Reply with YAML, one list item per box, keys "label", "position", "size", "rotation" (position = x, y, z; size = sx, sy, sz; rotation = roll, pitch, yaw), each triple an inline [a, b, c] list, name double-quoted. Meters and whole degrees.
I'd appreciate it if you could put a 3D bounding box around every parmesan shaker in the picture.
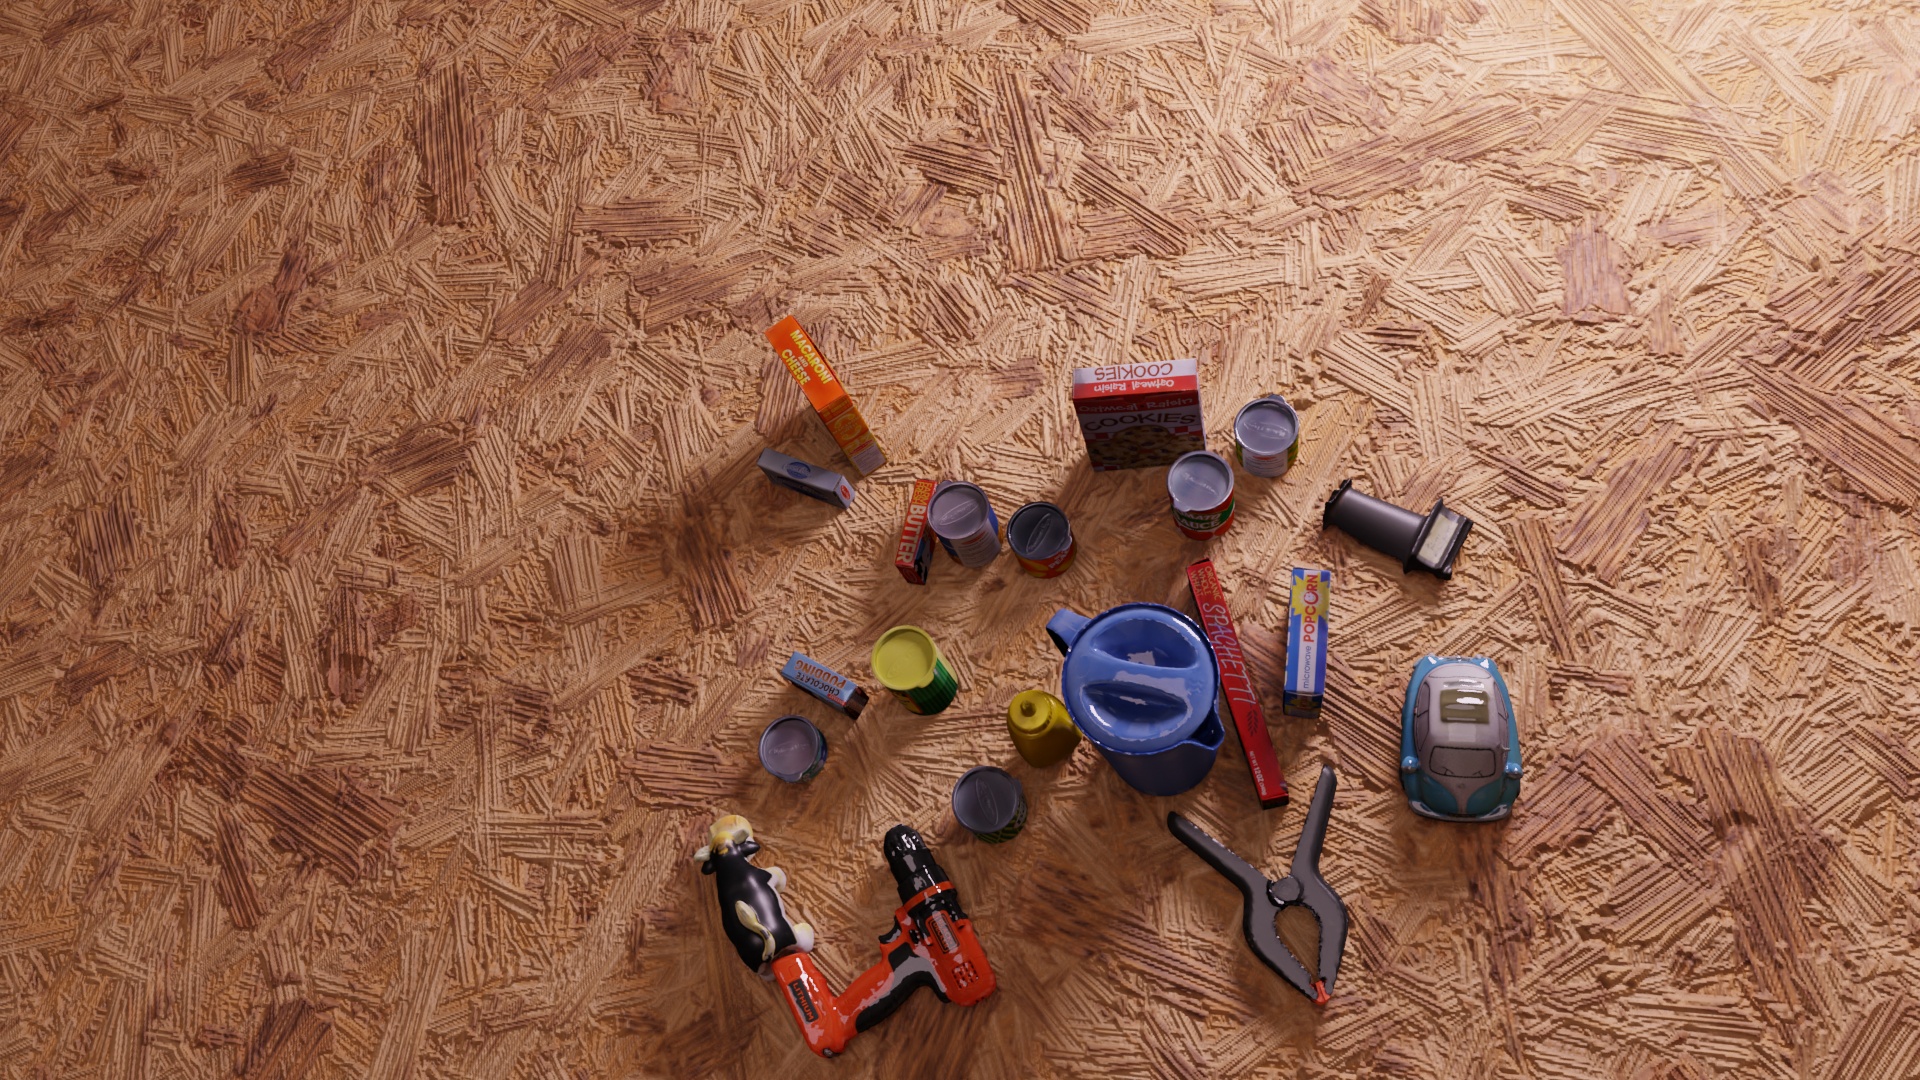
- label: "parmesan shaker"
  position: [-0.043, 0.135, 1.400]
  size: [0.071, 0.102, 0.071]
  rotation: [-5, 67, 11]

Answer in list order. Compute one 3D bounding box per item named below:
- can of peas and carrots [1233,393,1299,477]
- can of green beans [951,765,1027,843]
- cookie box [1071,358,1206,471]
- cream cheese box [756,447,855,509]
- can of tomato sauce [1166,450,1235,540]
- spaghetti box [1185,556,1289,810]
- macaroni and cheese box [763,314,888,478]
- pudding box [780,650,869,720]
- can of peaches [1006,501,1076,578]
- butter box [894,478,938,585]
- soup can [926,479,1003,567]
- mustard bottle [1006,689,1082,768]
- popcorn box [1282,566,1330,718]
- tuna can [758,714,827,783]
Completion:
- label: "can of peas and carrots"
  position: [0.319, -0.109, 1.446]
  size: [0.071, 0.058, 0.071]
  rotation: [-5, 67, 11]
- label: "can of green beans"
  position: [0.029, 0.259, 1.356]
  size: [0.071, 0.057, 0.071]
  rotation: [-5, 67, 11]
- label: "cookie box"
  position: [0.186, -0.125, 1.423]
  size: [0.123, 0.167, 0.040]
  rotation: [-4, 67, 11]
- label: "cream cheese box"
  position: [-0.172, -0.068, 1.544]
  size: [0.104, 0.053, 0.024]
  rotation: [20, 74, 20]
- label: "can of tomato sauce"
  position: [0.246, -0.043, 1.421]
  size: [0.071, 0.083, 0.071]
  rotation: [-5, 67, 11]
- label: "spaghetti box"
  position: [0.269, 0.137, 1.357]
  size: [0.029, 0.050, 0.251]
  rotation: [-17, 65, 6]
- label: "macaroni and cheese box"
  position: [-0.144, -0.155, 1.512]
  size: [0.040, 0.166, 0.124]
  rotation: [-34, 64, -2]
- label: "pudding box"
  position: [-0.141, 0.151, 1.445]
  size: [0.084, 0.049, 0.030]
  rotation: [26, 76, 21]
- label: "can of peaches"
  position: [0.088, 0.001, 1.452]
  size: [0.071, 0.058, 0.071]
  rotation: [-5, 67, 11]
- label: "butter box"
  position: [-0.042, -0.009, 1.489]
  size: [0.024, 0.053, 0.104]
  rotation: [8, 70, 16]
- label: "soup can"
  position: [0.005, -0.018, 1.465]
  size: [0.071, 0.083, 0.071]
  rotation: [-5, 67, 11]
- label: "mustard bottle"
  position: [0.075, 0.174, 1.325]
  size: [0.065, 0.159, 0.049]
  rotation: [-33, 65, -2]
- label: "popcorn box"
  position: [0.334, 0.100, 1.339]
  size: [0.038, 0.085, 0.127]
  rotation: [3, 68, 14]
- label: "tuna can"
  position: [-0.172, 0.218, 1.433]
  size: [0.071, 0.032, 0.071]
  rotation: [-5, 67, 11]
